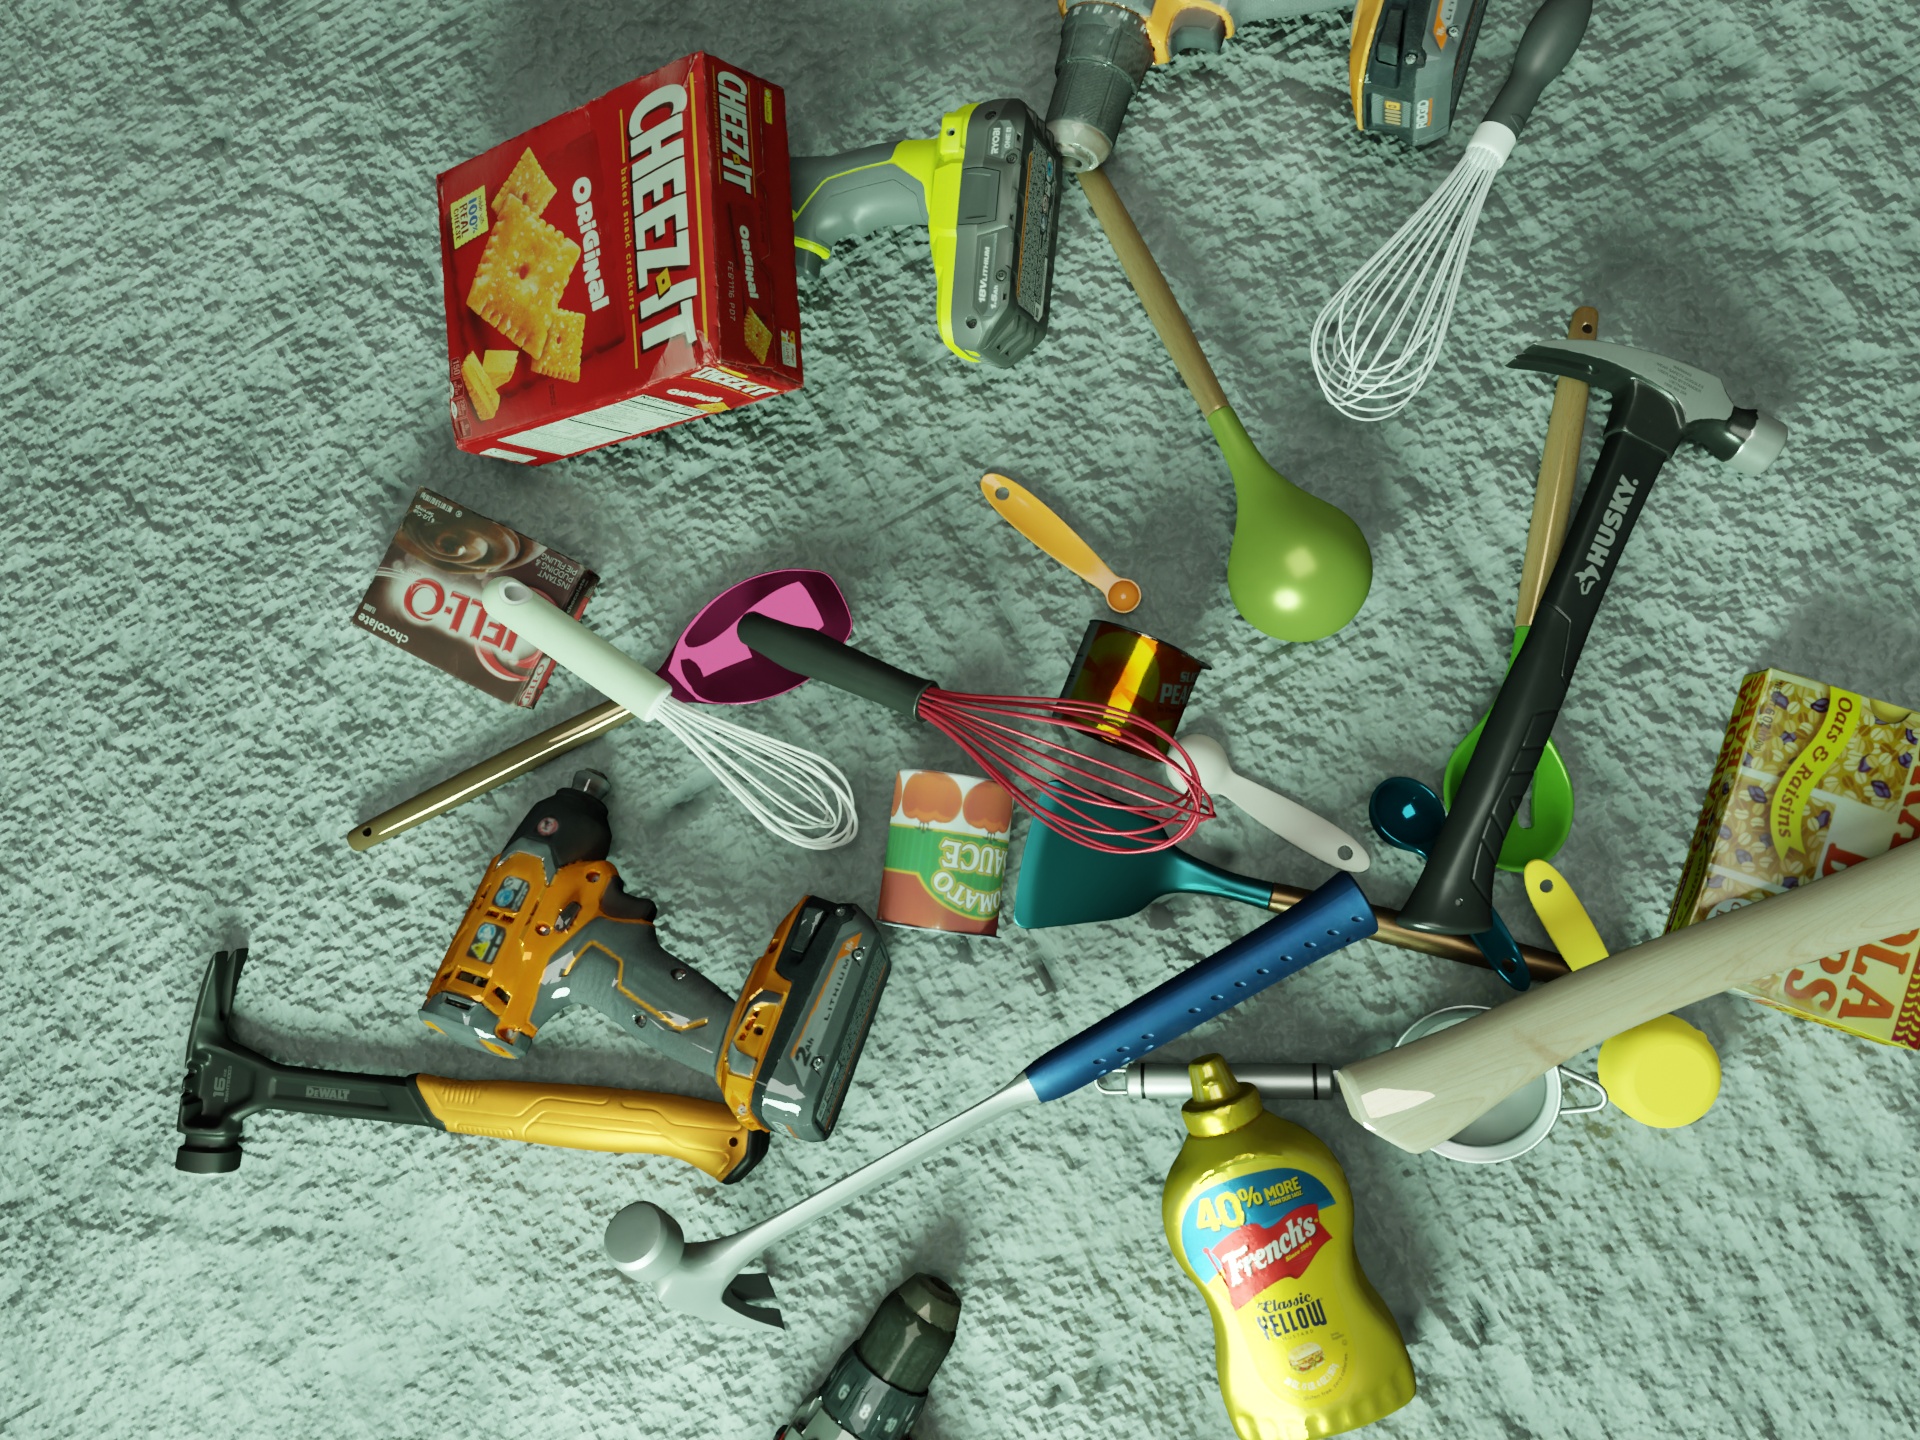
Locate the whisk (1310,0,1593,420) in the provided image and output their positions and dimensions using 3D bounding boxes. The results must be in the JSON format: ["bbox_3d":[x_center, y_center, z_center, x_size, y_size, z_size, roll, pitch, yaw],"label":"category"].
[{"bbox_3d":[0.276,-0.288,0.872,0.070,0.070,0.284,30,83,9],"label":"whisk"}]

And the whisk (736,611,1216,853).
[{"bbox_3d":[-0.001,-0.003,0.825,0.296,0.073,0.073,23,87,27],"label":"whisk"}]

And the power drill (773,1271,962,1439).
[{"bbox_3d":[0.008,0.416,0.814,0.227,0.080,0.188,31,88,12],"label":"power drill"}]

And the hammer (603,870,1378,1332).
[{"bbox_3d":[0.028,0.193,0.811,0.405,0.143,0.035,-29,50,-1],"label":"hammer"}]

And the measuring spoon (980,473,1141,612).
[{"bbox_3d":[0.056,-0.100,0.898,0.117,0.011,0.021,42,89,13],"label":"measuring spoon"}]

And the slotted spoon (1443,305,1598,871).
[{"bbox_3d":[0.313,-0.073,0.856,0.070,0.031,0.314,12,83,0],"label":"slotted spoon"}]

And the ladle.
[{"bbox_3d":[0.133,-0.189,0.888,0.078,0.062,0.320,-26,75,6],"label":"ladle"}]

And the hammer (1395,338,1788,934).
[{"bbox_3d":[0.301,-0.042,0.821,0.146,0.035,0.335,26,81,-3],"label":"hammer"}]

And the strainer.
[{"bbox_3d":[0.198,0.187,0.834,0.258,0.050,0.087,-3,100,12],"label":"strainer"}]

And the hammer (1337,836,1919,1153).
[{"bbox_3d":[0.377,0.101,0.774,0.410,0.038,0.146,-21,84,0],"label":"hammer"}]

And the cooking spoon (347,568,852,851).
[{"bbox_3d":[-0.209,0.001,0.912,0.319,0.017,0.069,-26,85,3],"label":"cooking spoon"}]

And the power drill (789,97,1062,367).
[{"bbox_3d":[-0.064,-0.263,0.883,0.223,0.080,0.171,6,93,19],"label":"power drill"}]

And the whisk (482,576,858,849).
[{"bbox_3d":[-0.160,-0.005,0.878,0.246,0.059,0.058,34,47,1],"label":"whisk"}]

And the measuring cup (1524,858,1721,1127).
[{"bbox_3d":[0.334,0.139,0.812,0.062,0.029,0.156,-32,95,5],"label":"measuring cup"}]

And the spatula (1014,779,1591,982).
[{"bbox_3d":[0.190,0.103,0.842,0.317,0.044,0.082,13,96,6],"label":"spatula"}]

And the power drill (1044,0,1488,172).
[{"bbox_3d":[0.161,-0.377,0.871,0.226,0.084,0.185,16,83,17],"label":"power drill"}]

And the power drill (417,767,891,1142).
[{"bbox_3d":[-0.157,0.121,0.856,0.226,0.084,0.164,15,67,12],"label":"power drill"}]

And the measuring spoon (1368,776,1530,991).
[{"bbox_3d":[0.256,0.088,0.836,0.042,0.021,0.129,-20,68,-23],"label":"measuring spoon"}]

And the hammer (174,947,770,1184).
[{"bbox_3d":[-0.272,0.207,0.888,0.337,0.034,0.127,5,85,7],"label":"hammer"}]

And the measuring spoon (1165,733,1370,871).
[{"bbox_3d":[0.168,0.047,0.863,0.124,0.018,0.034,31,88,8],"label":"measuring spoon"}]
